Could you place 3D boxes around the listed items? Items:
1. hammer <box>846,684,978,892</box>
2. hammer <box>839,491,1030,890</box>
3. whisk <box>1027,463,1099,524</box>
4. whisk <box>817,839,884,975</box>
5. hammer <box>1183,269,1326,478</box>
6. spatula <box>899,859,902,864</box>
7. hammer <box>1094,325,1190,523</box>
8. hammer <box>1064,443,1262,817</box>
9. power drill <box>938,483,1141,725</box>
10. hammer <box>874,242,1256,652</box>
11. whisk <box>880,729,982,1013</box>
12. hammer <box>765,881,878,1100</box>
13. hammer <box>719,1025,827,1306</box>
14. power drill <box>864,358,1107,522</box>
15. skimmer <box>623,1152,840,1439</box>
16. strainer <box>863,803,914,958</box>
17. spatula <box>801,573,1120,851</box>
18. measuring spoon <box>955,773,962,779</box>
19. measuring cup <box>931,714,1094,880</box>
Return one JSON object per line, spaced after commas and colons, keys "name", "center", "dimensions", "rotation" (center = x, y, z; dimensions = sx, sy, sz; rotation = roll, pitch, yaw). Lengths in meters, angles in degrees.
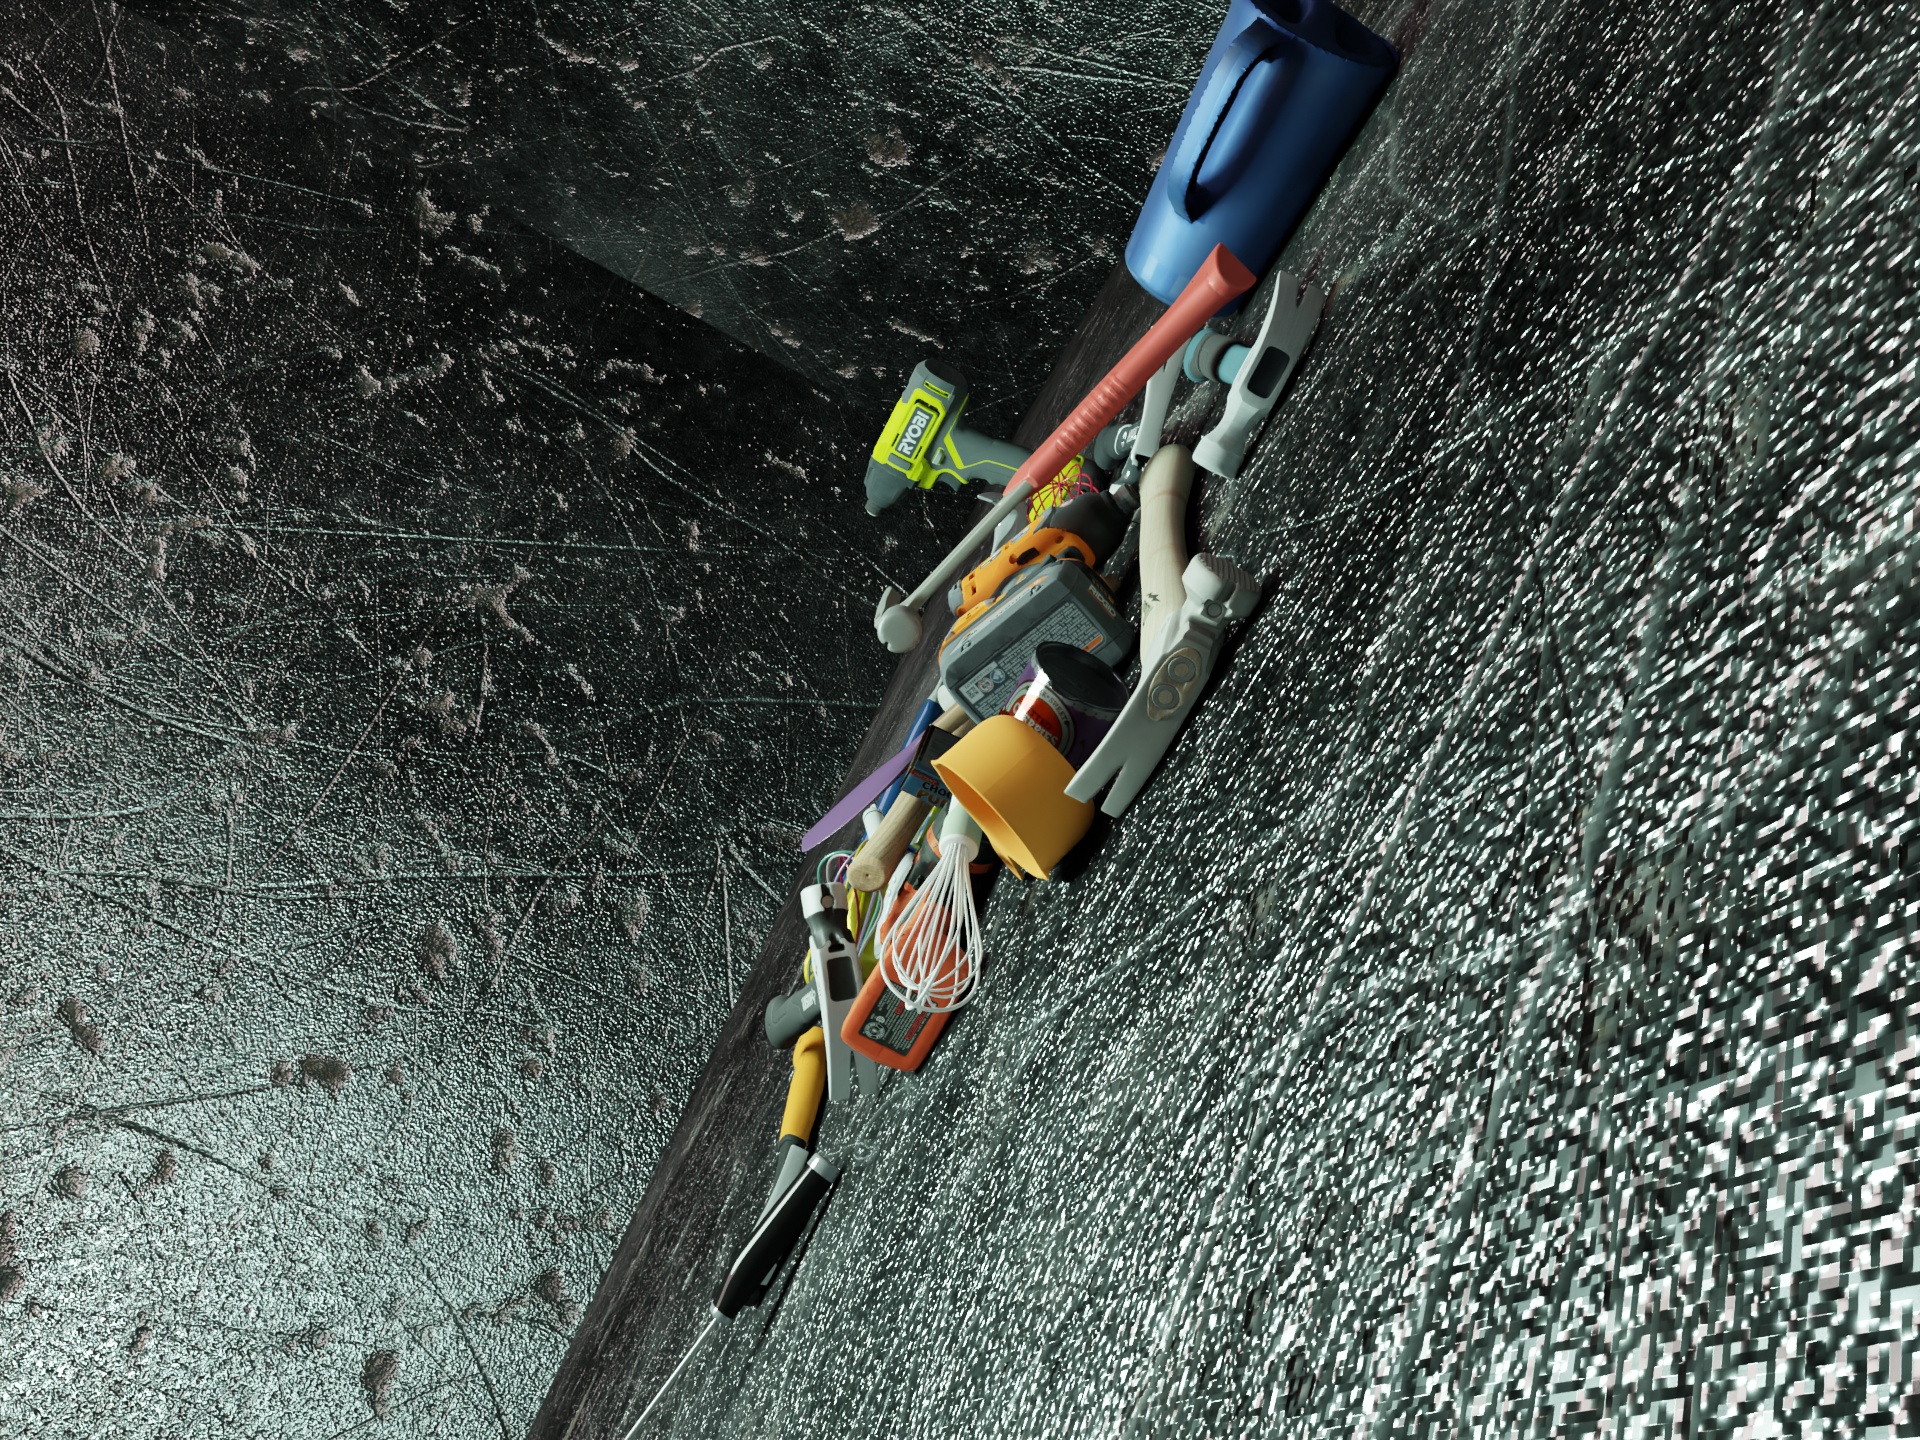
{"name": "hammer", "center": [-0.011, 0.028, 1.244], "dimensions": [0.130, 0.031, 0.331], "rotation": [-32, 14, 33]}
{"name": "hammer", "center": [-0.022, -0.027, 1.493], "dimensions": [0.144, 0.035, 0.405], "rotation": [55, -124, -74]}
{"name": "whisk", "center": [0.095, -0.156, 1.432], "dimensions": [0.073, 0.073, 0.296], "rotation": [-59, 13, 30]}
{"name": "whisk", "center": [-0.089, 0.183, 1.248], "dimensions": [0.047, 0.051, 0.244], "rotation": [-104, 15, -45]}
{"name": "hammer", "center": [0.190, -0.250, 1.118], "dimensions": [0.128, 0.033, 0.331], "rotation": [-62, 6, 15]}
{"name": "spatula", "center": [0.004, 0.050, 1.438], "dimensions": [0.317, 0.044, 0.082], "rotation": [-57, 5, 8]}
{"name": "hammer", "center": [0.147, -0.252, 1.394], "dimensions": [0.409, 0.036, 0.149], "rotation": [-84, 7, -82]}
{"name": "hammer", "center": [0.120, -0.087, 0.974], "dimensions": [0.146, 0.038, 0.411], "rotation": [-61, 5, 23]}
{"name": "power drill", "center": [0.063, -0.089, 1.114], "dimensions": [0.164, 0.084, 0.227], "rotation": [-38, 16, 17]}
{"name": "hammer", "center": [0.069, -0.193, 1.138], "dimensions": [0.359, 0.036, 0.149], "rotation": [-46, 10, 11]}
{"name": "whisk", "center": [-0.003, 0.084, 0.976], "dimensions": [0.247, 0.059, 0.057], "rotation": [-76, 7, -52]}
{"name": "hammer", "center": [-0.118, 0.229, 1.242], "dimensions": [0.334, 0.035, 0.146], "rotation": [129, 132, -69]}
{"name": "hammer", "center": [-0.130, 0.324, 1.283], "dimensions": [0.127, 0.034, 0.337], "rotation": [-62, 6, 12]}
{"name": "power drill", "center": [0.020, -0.242, 1.621], "dimensions": [0.171, 0.223, 0.080], "rotation": [-59, 6, 30]}
{"name": "skimmer", "center": [-0.173, 0.462, 1.053], "dimensions": [0.363, 0.090, 0.127], "rotation": [-53, 1, -12]}
{"name": "strainer", "center": [-0.055, 0.124, 1.308], "dimensions": [0.259, 0.050, 0.087], "rotation": [-116, 47, -66]}
{"name": "spatula", "center": [-0.002, -0.004, 1.210], "dimensions": [0.316, 0.018, 0.060], "rotation": [-41, 14, 4]}
{"name": "measuring spoon", "center": [0.027, 0.028, 0.973], "dimensions": [0.128, 0.021, 0.042], "rotation": [12, -68, -57]}
{"name": "measuring cup", "center": [0.039, 0.053, 0.923], "dimensions": [0.052, 0.095, 0.173], "rotation": [-43, -20, -8]}
